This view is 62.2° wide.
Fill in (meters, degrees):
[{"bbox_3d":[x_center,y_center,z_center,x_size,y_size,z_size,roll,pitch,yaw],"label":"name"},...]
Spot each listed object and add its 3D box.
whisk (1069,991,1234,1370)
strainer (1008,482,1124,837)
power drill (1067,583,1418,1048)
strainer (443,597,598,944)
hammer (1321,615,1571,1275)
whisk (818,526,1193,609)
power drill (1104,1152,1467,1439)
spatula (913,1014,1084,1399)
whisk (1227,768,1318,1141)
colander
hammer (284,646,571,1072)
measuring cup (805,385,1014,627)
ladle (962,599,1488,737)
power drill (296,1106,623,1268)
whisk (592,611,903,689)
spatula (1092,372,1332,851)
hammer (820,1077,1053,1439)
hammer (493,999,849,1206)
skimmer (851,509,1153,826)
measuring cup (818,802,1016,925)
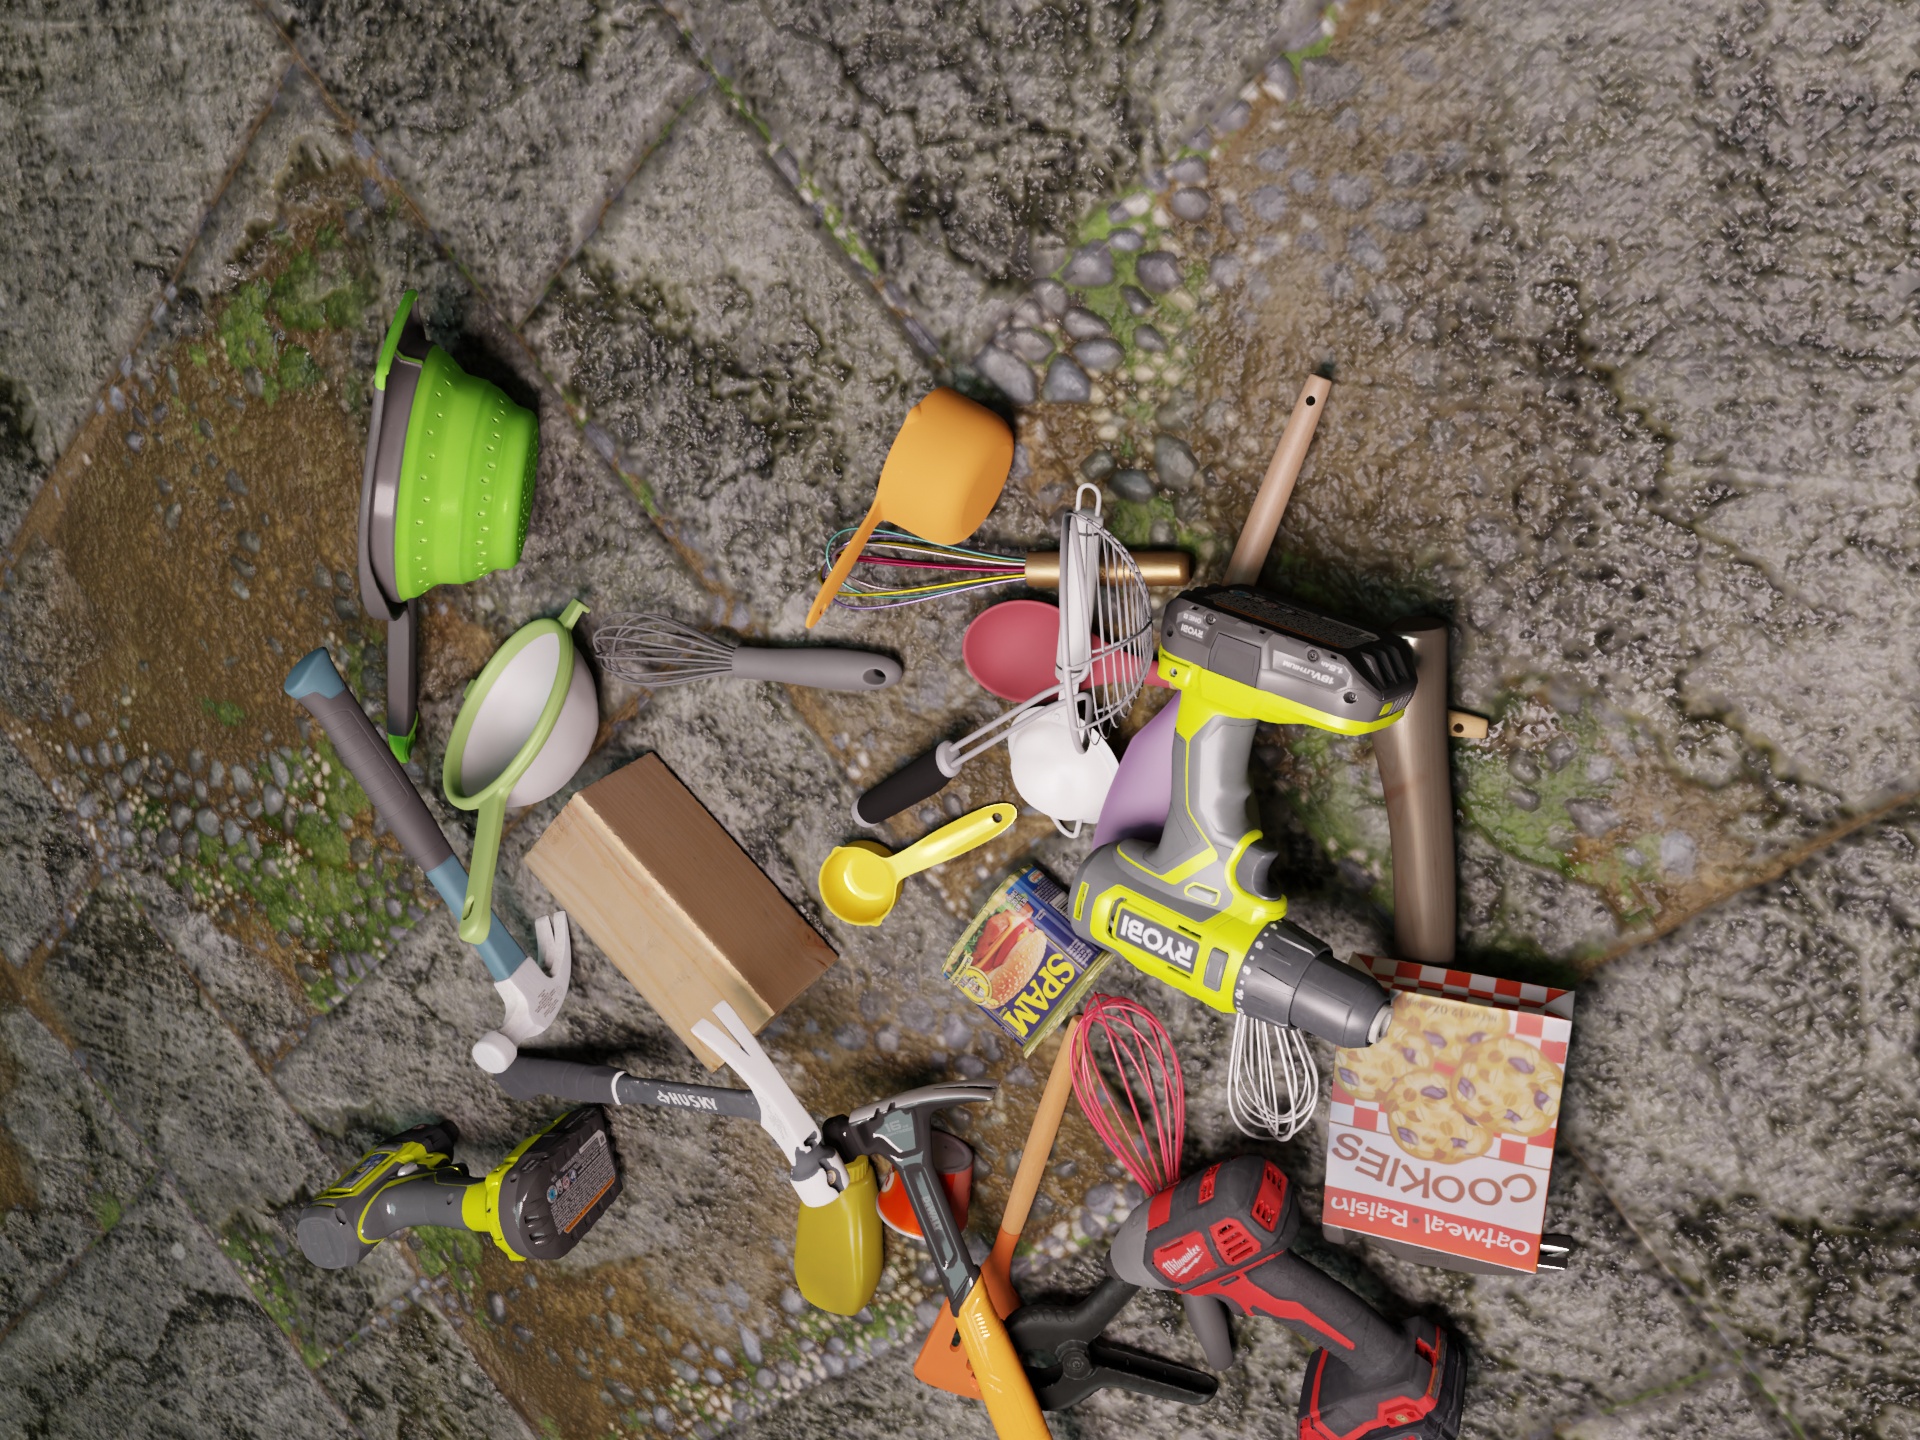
[{"bbox_3d":[0.135,0.310,1.056,0.073,0.073,0.295,-10,107,30],"label":"whisk"},{"bbox_3d":[0.063,-0.023,0.950,0.087,0.050,0.258,24,128,28],"label":"strainer"},{"bbox_3d":[0.167,0.056,0.872,0.191,0.080,0.228,24,114,32],"label":"power drill"},{"bbox_3d":[-0.302,0.048,1.116,0.151,0.257,0.069,-31,135,33],"label":"strainer"},{"bbox_3d":[0.278,0.140,0.922,0.146,0.038,0.410,3,111,25],"label":"hammer"},{"bbox_3d":[0.023,-0.097,0.982,0.245,0.047,0.051,2,107,22],"label":"whisk"},{"bbox_3d":[0.199,0.373,1.000,0.219,0.079,0.143,44,128,-8],"label":"power drill"},{"bbox_3d":[0.042,0.347,1.124,0.081,0.041,0.322,15,114,0],"label":"spatula"},{"bbox_3d":[0.182,0.146,0.981,0.059,0.058,0.246,-10,100,-6],"label":"whisk"},{"bbox_3d":[-0.361,-0.108,1.141,0.094,0.205,0.396,8,134,-12],"label":"colander"},{"bbox_3d":[-0.397,0.095,1.186,0.033,0.128,0.330,-18,110,30],"label":"hammer"},{"bbox_3d":[-0.026,-0.114,0.935,0.052,0.174,0.095,27,161,12],"label":"measuring cup"},{"bbox_3d":[0.151,-0.023,0.948,0.315,0.031,0.069,11,117,22],"label":"ladle"},{"bbox_3d":[-0.399,0.375,1.297,0.223,0.171,0.080,-8,104,20],"label":"power drill"},{"bbox_3d":[-0.149,-0.043,1.086,0.239,0.055,0.055,5,110,21],"label":"whisk"},{"bbox_3d":[0.150,-0.047,0.918,0.060,0.018,0.315,22,112,10],"label":"spatula"},{"bbox_3d":[0.020,0.411,1.094,0.127,0.034,0.337,-19,95,12],"label":"hammer"},{"bbox_3d":[-0.244,0.270,1.177,0.409,0.036,0.149,-9,115,48],"label":"hammer"},{"bbox_3d":[-0.001,-0.003,0.934,0.363,0.090,0.127,-33,50,53],"label":"skimmer"},{"bbox_3d":[-0.026,0.090,1.084,0.156,0.029,0.062,-27,94,20],"label":"measuring cup"}]
